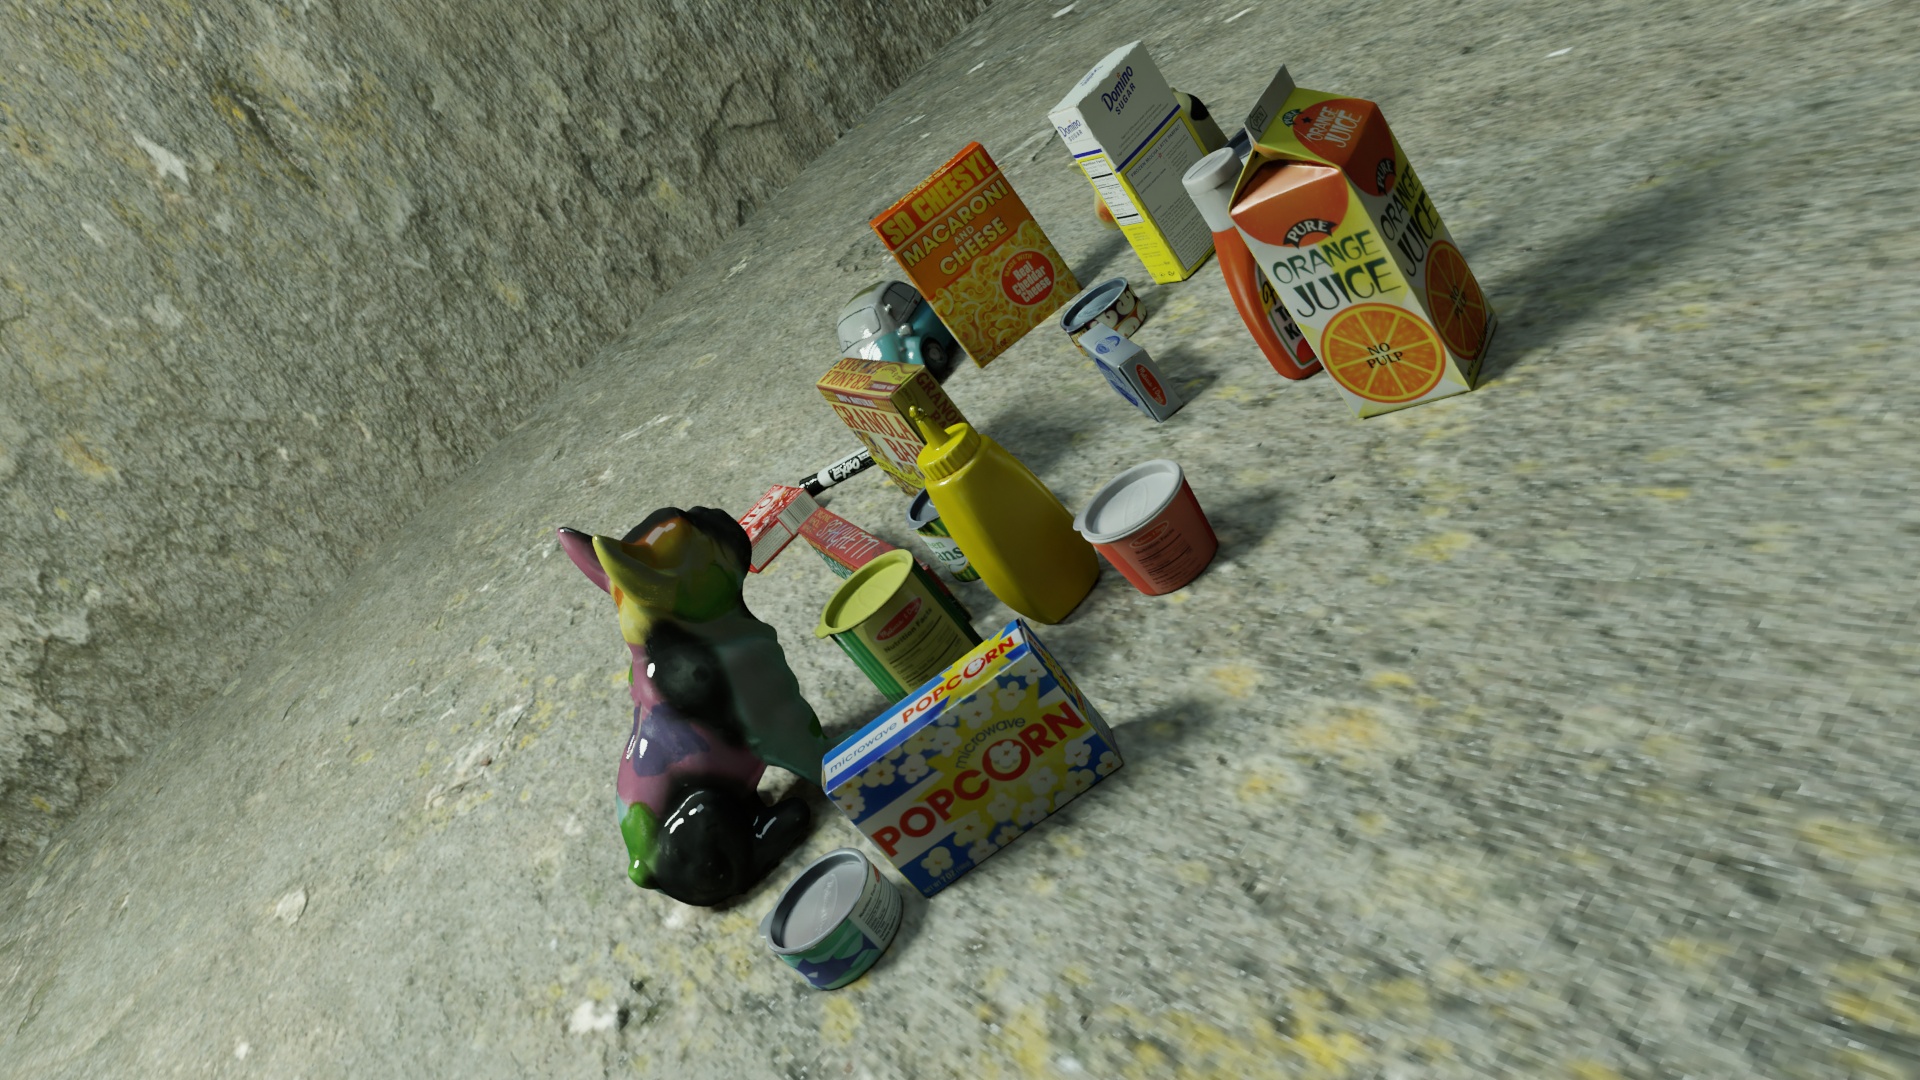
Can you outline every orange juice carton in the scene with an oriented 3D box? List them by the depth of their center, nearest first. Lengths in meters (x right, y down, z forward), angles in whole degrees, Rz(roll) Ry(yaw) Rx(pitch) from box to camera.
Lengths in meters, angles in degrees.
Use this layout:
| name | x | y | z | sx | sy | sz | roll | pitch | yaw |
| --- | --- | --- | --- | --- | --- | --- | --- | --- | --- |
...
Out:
| name | x | y | z | sx | sy | sz | roll | pitch | yaw |
| --- | --- | --- | --- | --- | --- | --- | --- | --- | --- |
| orange juice carton | 0.214 | -0.167 | 0.765 | 0.073 | 0.192 | 0.072 | -15 | 32 | 45 |

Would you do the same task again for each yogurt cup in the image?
| name | x | y | z | sx | sy | sz | roll | pitch | yaw |
| --- | --- | --- | --- | --- | --- | --- | --- | --- | --- |
| yogurt cup | 0.111 | -0.006 | 0.798 | 0.072 | 0.054 | 0.073 | -32 | 23 | 16 |

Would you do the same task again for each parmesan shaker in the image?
| name | x | y | z | sx | sy | sz | roll | pitch | yaw |
| --- | --- | --- | --- | --- | --- | --- | --- | --- | --- |
| parmesan shaker | -0.026 | 0.066 | 0.804 | 0.071 | 0.103 | 0.071 | -32 | 23 | 16 |

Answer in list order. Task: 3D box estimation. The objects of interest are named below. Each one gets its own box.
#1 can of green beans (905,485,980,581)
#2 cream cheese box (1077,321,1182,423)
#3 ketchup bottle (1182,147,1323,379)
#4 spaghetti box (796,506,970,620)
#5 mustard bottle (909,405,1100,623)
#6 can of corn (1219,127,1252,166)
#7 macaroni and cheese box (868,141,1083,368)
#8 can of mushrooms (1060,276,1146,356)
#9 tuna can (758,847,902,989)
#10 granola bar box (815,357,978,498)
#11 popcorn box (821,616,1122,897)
| name | x | y | z | sx | sy | sz | roll | pitch | yaw |
| --- | --- | --- | --- | --- | --- | --- | --- | --- | --- |
| can of green beans | 0.005 | -0.014 | 0.967 | 0.071 | 0.057 | 0.071 | -32 | 23 | 16 |
| cream cheese box | 0.121 | -0.122 | 1.003 | 0.024 | 0.053 | 0.104 | -38 | 22 | 3 |
| ketchup bottle | 0.192 | -0.175 | 0.872 | 0.065 | 0.148 | 0.043 | -39 | 22 | -1 |
| spaghetti box | -0.063 | 0.020 | 1.015 | 0.029 | 0.050 | 0.250 | -43 | 23 | -10 |
| mustard bottle | 0.019 | -0.022 | 0.829 | 0.065 | 0.160 | 0.049 | -47 | 24 | -19 |
| can of corn | 0.253 | -0.309 | 1.150 | 0.071 | 0.058 | 0.071 | -32 | 23 | 16 |
| macaroni and cheese box | 0.015 | -0.262 | 1.278 | 0.124 | 0.166 | 0.040 | -38 | 22 | 2 |
| can of mushrooms | 0.117 | -0.183 | 1.150 | 0.071 | 0.033 | 0.071 | -32 | 23 | 16 |
| tuna can | -0.067 | 0.195 | 0.714 | 0.071 | 0.032 | 0.071 | -32 | 23 | 16 |
| granola bar box | -0.037 | -0.081 | 1.069 | 0.039 | 0.124 | 0.165 | -44 | 23 | -12 |
| popcorn box | 0.005 | 0.110 | 0.698 | 0.126 | 0.085 | 0.038 | -36 | 22 | 7 |
